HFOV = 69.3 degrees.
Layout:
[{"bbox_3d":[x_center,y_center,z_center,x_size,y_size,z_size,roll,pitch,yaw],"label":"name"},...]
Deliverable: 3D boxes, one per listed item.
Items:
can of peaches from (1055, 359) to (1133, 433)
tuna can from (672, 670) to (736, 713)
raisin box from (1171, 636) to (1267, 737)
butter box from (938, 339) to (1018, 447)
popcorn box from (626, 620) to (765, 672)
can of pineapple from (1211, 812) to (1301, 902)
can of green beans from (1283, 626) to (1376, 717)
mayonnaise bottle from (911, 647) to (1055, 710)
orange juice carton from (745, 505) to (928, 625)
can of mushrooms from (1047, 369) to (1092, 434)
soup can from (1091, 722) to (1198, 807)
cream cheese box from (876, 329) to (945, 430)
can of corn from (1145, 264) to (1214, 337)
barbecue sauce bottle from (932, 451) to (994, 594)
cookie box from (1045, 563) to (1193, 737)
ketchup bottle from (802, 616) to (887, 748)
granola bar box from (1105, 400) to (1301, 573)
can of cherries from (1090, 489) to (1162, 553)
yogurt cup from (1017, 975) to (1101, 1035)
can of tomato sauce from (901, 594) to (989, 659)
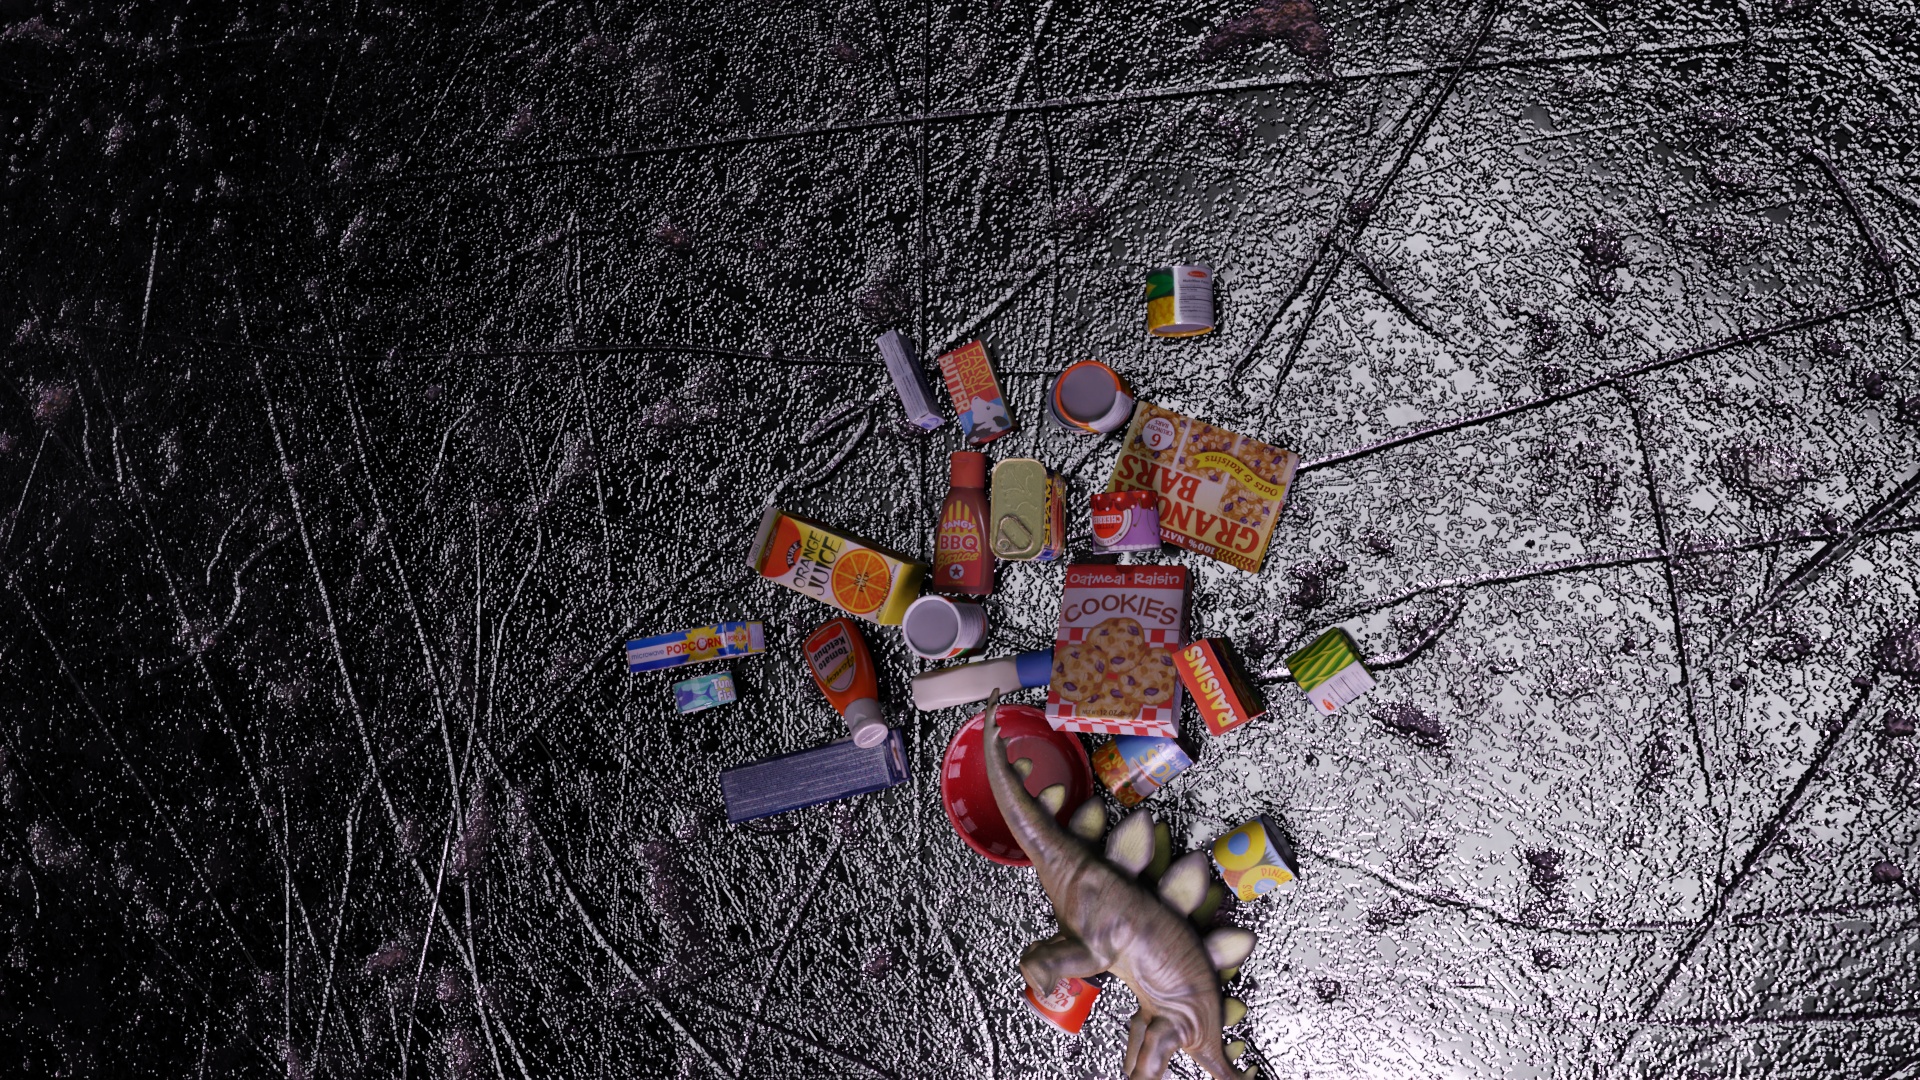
[{"bbox_3d":[0.130,-0.143,1.370,0.071,0.058,0.071,-1,87,19],"label":"can of peaches"},{"bbox_3d":[-0.280,0.167,1.533,0.071,0.071,0.033,-17,82,19],"label":"tuna can"},{"bbox_3d":[0.245,0.135,1.310,0.040,0.123,0.086,-29,78,16],"label":"raisin box"},{"bbox_3d":[0.018,-0.156,1.468,0.053,0.024,0.103,-23,79,17],"label":"butter box"},{"bbox_3d":[-0.291,0.117,1.531,0.126,0.085,0.038,-11,84,19],"label":"popcorn box"},{"bbox_3d":[0.279,0.302,1.314,0.057,0.071,0.071,-34,76,16],"label":"can of pineapple"},{"bbox_3d":[0.347,0.123,1.303,0.057,0.071,0.071,-37,75,14],"label":"can of green beans"},{"bbox_3d":[0.028,0.142,1.425,0.148,0.065,0.041,-14,84,15],"label":"mayonnaise bottle"},{"bbox_3d":[-0.140,0.025,1.488,0.193,0.073,0.071,21,94,21],"label":"orange juice carton"},{"bbox_3d":[0.128,-0.142,1.421,0.071,0.033,0.071,-2,85,20],"label":"can of mushrooms"},{"bbox_3d":[0.181,0.213,1.357,0.083,0.071,0.071,-40,74,14],"label":"soup can"},{"bbox_3d":[-0.053,-0.170,1.480,0.024,0.053,0.104,-27,78,15],"label":"cream cheese box"},{"bbox_3d":[0.217,-0.236,1.379,0.071,0.071,0.058,-3,86,20],"label":"can of corn"},{"bbox_3d":[0.005,-0.018,1.453,0.065,0.044,0.148,1,86,21],"label":"barbecue sauce bottle"},{"bbox_3d":[0.156,0.104,1.354,0.123,0.040,0.168,0,60,20],"label":"cookie box"},{"bbox_3d":[-0.116,0.150,1.453,0.064,0.043,0.149,-35,47,6],"label":"ketchup bottle"},{"bbox_3d":[0.235,-0.053,1.371,0.166,0.039,0.124,22,95,20],"label":"granola bar box"},{"bbox_3d":[0.158,-0.018,1.339,0.071,0.071,0.058,-4,89,20],"label":"can of cherries"},{"bbox_3d":[0.103,0.447,1.373,0.072,0.072,0.054,34,91,19],"label":"yogurt cup"},{"bbox_3d":[-0.017,0.089,1.432,0.071,0.083,0.071,-1,86,20],"label":"can of tomato sauce"}]
